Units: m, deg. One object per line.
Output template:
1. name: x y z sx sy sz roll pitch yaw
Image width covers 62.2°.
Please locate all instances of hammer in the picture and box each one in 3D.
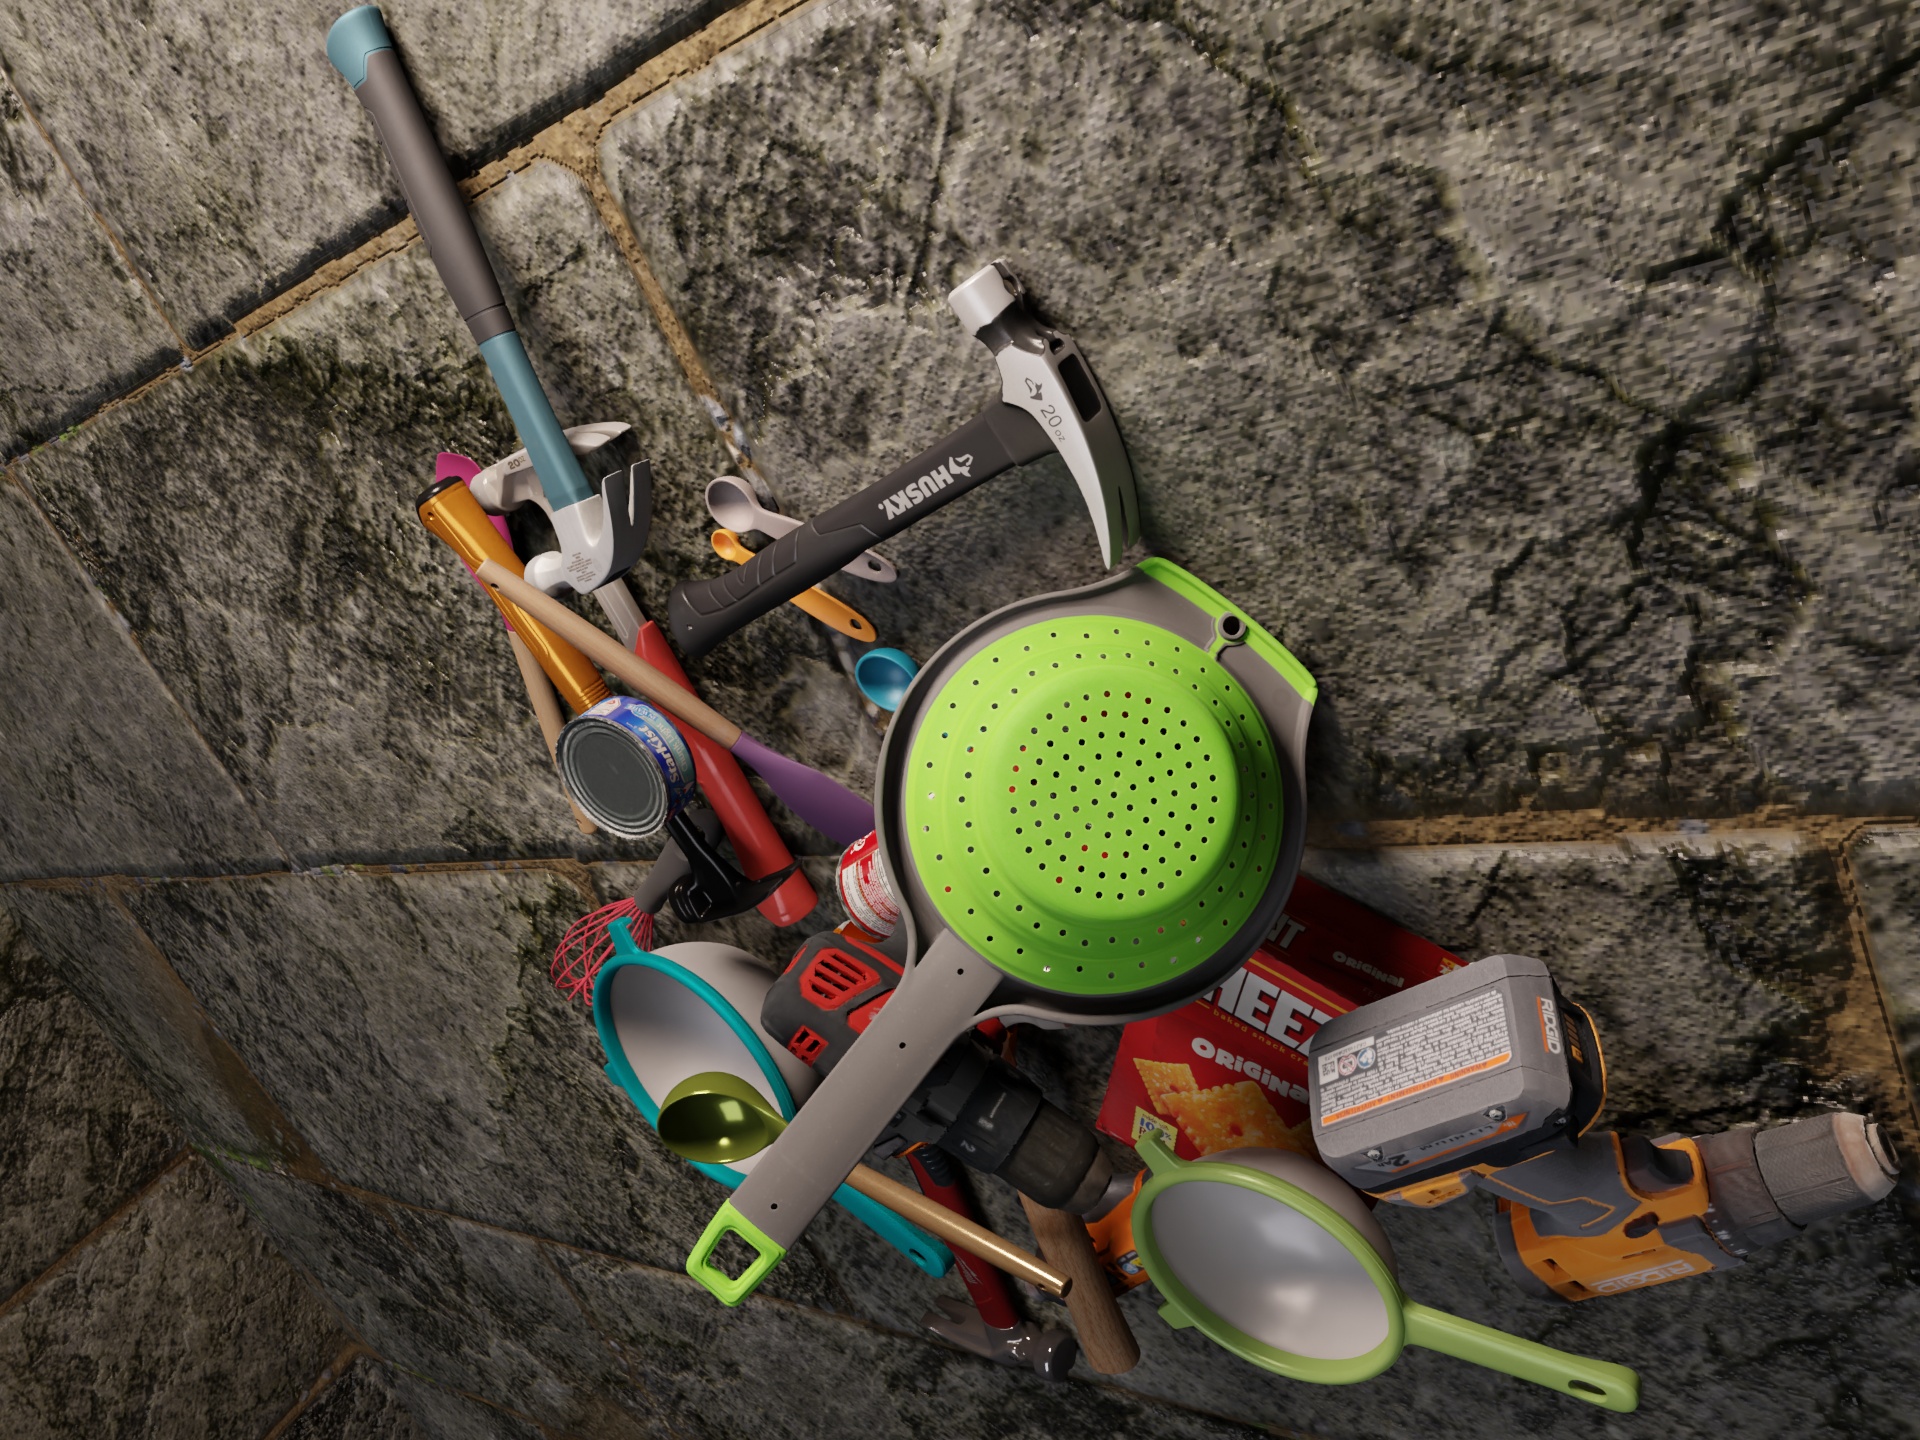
1. hammer: -0.234 -0.013 1.025 0.127 0.034 0.336 -20 108 48
2. hammer: 0.047 0.284 0.970 0.130 0.031 0.331 -7 121 24
3. hammer: -0.051 -0.098 0.836 0.335 0.035 0.146 -24 106 44
4. hammer: -0.182 -0.019 1.031 0.149 0.037 0.358 -7 118 44
5. hammer: -0.028 0.351 1.215 0.143 0.038 0.386 4 126 40
6. hammer: -0.267 -0.228 0.893 0.128 0.033 0.331 -8 110 45

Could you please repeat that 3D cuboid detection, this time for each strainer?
1. strainer: 0.215 0.279 0.813 0.256 0.069 0.151 10 127 30
2. strainer: -0.121 0.274 1.170 0.340 0.095 0.210 32 134 21

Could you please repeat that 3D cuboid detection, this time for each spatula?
1. spatula: -0.161 -0.001 0.981 0.315 0.018 0.060 36 142 -16

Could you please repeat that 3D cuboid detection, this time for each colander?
1. colander: 0.012 0.099 0.699 0.204 0.397 0.094 39 175 3

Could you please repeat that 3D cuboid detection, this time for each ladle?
1. ladle: -0.070 0.304 1.021 0.320 0.062 0.078 17 137 35

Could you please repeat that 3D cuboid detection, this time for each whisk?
1. whisk: -0.245 0.145 1.213 0.073 0.073 0.295 44 134 1

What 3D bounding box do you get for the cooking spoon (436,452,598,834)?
1. cooking spoon: -0.306 -0.045 1.127 0.069 0.017 0.318 15 131 32

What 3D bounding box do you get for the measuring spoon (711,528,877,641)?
1. measuring spoon: -0.096 -0.080 0.928 0.117 0.011 0.021 32 139 10

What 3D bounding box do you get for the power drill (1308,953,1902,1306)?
1. power drill: 0.291 0.190 0.720 0.226 0.084 0.185 35 131 -28

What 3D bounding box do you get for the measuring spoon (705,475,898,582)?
1. measuring spoon: -0.087 -0.107 0.895 0.124 0.018 0.034 25 136 13

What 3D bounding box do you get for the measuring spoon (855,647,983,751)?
1. measuring spoon: -0.001 -0.003 0.911 0.128 0.021 0.042 33 140 0

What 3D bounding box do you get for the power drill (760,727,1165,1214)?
1. power drill: 0.027 0.125 0.821 0.188 0.227 0.080 34 141 3

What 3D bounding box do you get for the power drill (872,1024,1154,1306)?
1. power drill: 0.038 0.296 1.050 0.226 0.084 0.164 41 126 -6
